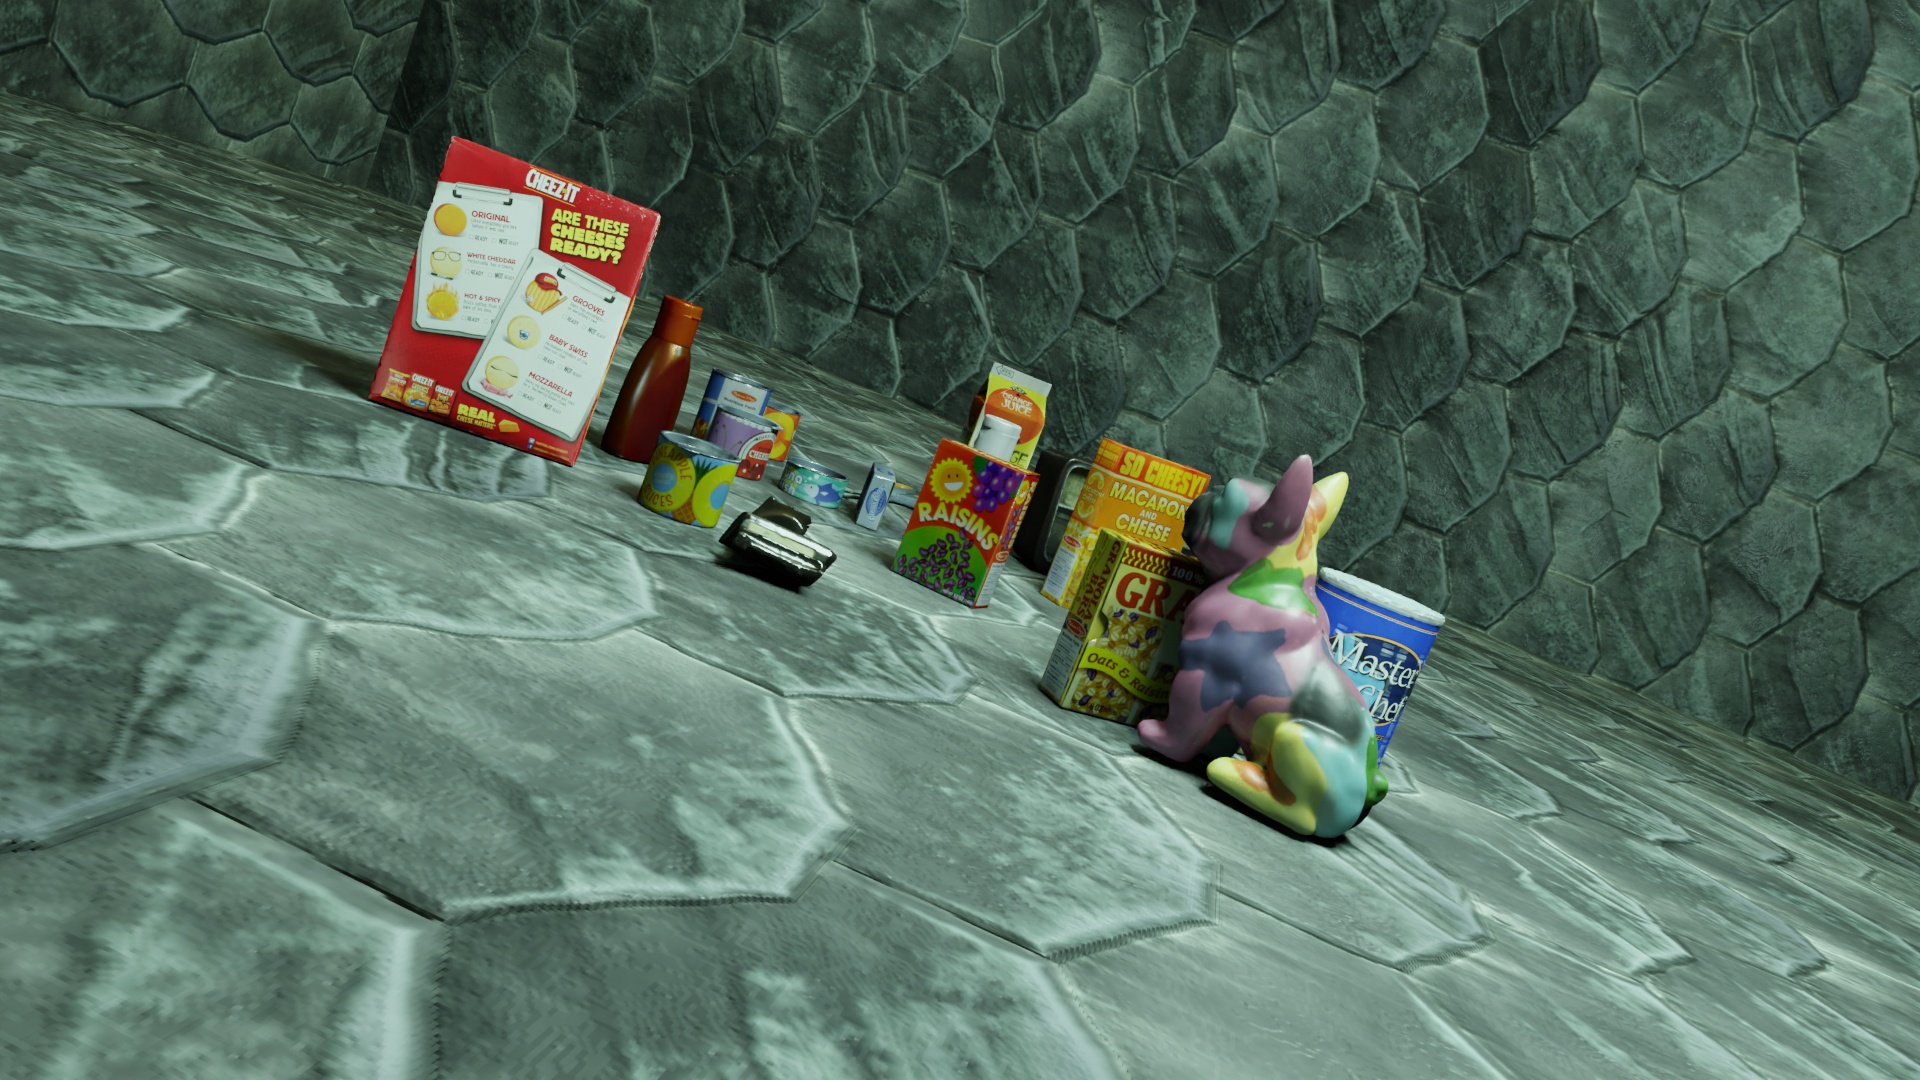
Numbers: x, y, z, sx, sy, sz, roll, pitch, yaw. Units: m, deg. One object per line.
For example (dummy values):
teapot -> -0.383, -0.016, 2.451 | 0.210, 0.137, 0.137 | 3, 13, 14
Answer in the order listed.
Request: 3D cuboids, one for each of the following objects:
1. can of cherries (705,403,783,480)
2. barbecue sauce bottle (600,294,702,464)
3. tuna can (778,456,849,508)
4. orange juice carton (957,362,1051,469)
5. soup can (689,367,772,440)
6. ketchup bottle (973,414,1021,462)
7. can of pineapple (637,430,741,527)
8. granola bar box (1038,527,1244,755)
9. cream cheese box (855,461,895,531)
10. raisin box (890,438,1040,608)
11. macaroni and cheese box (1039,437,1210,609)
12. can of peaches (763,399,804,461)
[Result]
can of cherries -> -0.219, -0.097, 1.387 | 0.071, 0.058, 0.071 | 21, 8, -3
barbecue sauce bottle -> -0.271, -0.144, 1.243 | 0.044, 0.148, 0.065 | 25, 8, 24
tuna can -> -0.150, -0.059, 1.398 | 0.071, 0.032, 0.071 | 21, 8, -3
orange juice carton -> 0.035, -0.095, 1.532 | 0.072, 0.192, 0.073 | 20, 8, -12
soup can -> -0.243, -0.132, 1.461 | 0.071, 0.083, 0.071 | 21, 8, -3
ketchup bottle -> 0.015, -0.043, 1.302 | 0.043, 0.148, 0.065 | 16, 9, -33
can of pineapple -> -0.213, -0.048, 1.085 | 0.071, 0.057, 0.071 | 21, 8, -3
granola bar box -> 0.153, 0.074, 0.981 | 0.165, 0.124, 0.039 | 17, 9, -25
cream cheese box -> -0.086, -0.045, 1.398 | 0.024, 0.053, 0.104 | 20, 8, -8
raisin box -> 0.004, -0.015, 1.183 | 0.086, 0.123, 0.040 | 24, 8, 21
macaroni and cheese box -> 0.163, -0.006, 1.370 | 0.124, 0.166, 0.040 | 16, 9, -36
can of peaches -> -0.219, -0.127, 1.580 | 0.071, 0.058, 0.071 | 21, 8, -3
